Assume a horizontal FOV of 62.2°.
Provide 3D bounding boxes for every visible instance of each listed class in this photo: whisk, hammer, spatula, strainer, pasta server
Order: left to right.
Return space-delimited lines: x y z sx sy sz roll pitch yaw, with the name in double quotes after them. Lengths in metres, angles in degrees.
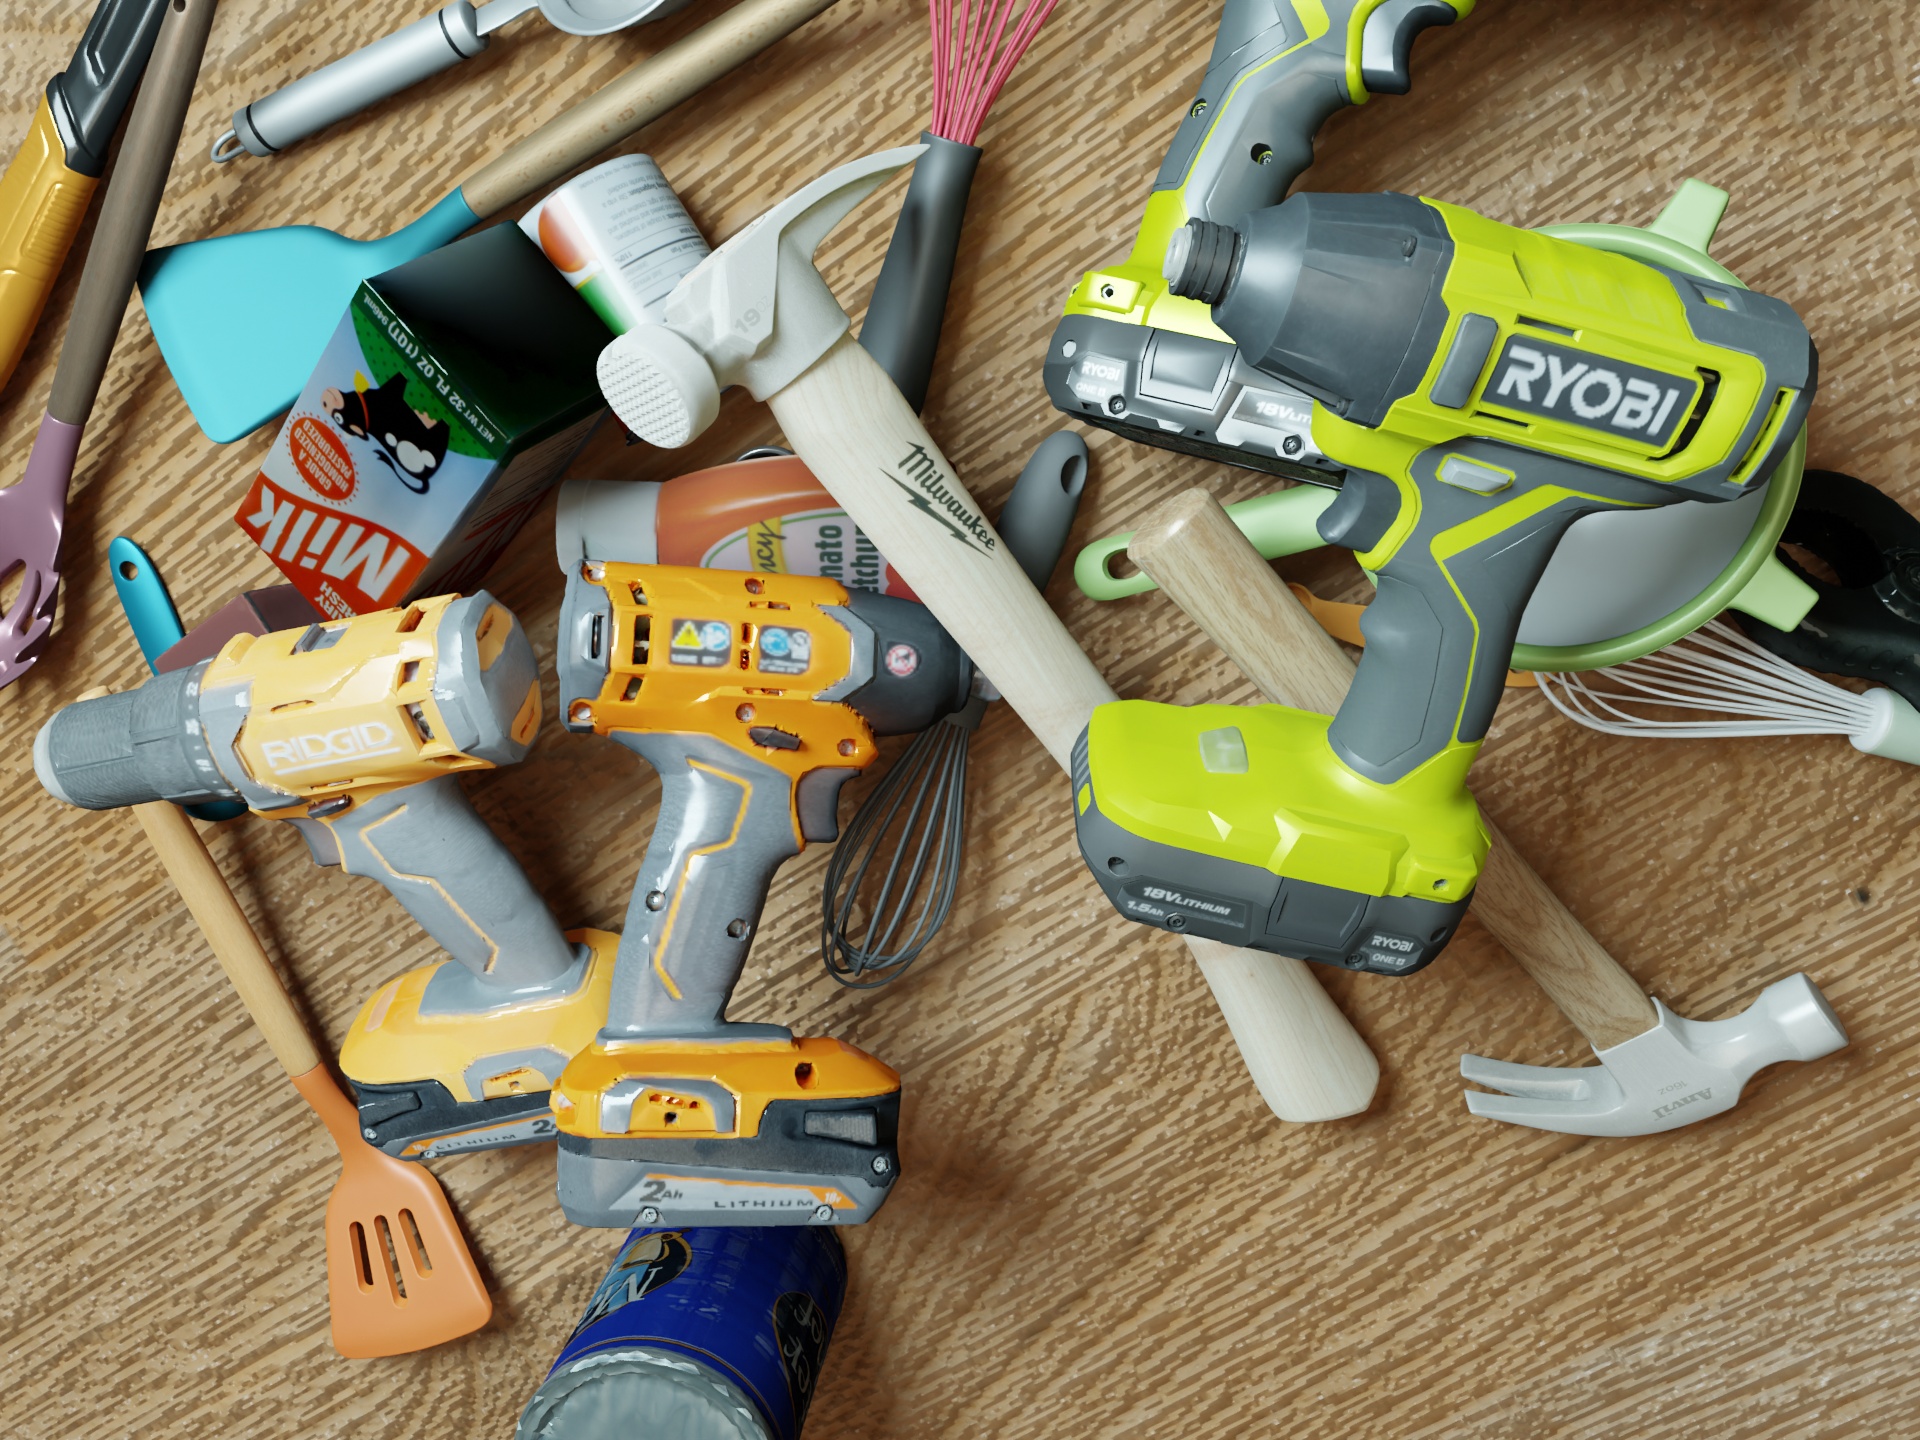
-0.364 -0.217 0.624 0.127 0.034 0.337 35 105 2 "hammer"
-0.345 -0.140 0.617 0.060 0.040 0.316 35 114 4 "pasta server"
-0.296 0.134 0.682 0.081 0.041 0.322 -17 110 10 "spatula"
-0.177 -0.261 0.593 0.258 0.050 0.087 -17 68 16 "strainer"
-0.166 -0.206 0.592 0.317 0.044 0.082 -24 89 17 "spatula"
0.000 -0.001 0.630 0.055 0.055 0.239 23 100 1 "whisk"
0.002 -0.229 0.572 0.073 0.073 0.295 18 110 2 "whisk"
0.048 -0.007 0.584 0.038 0.146 0.410 -9 125 51 "hammer"
0.169 -0.083 0.588 0.256 0.069 0.151 -13 87 27 "strainer"
0.179 0.043 0.586 0.130 0.031 0.331 -37 109 27 "hammer"
0.331 -0.003 0.592 0.246 0.057 0.059 13 75 -1 "whisk"

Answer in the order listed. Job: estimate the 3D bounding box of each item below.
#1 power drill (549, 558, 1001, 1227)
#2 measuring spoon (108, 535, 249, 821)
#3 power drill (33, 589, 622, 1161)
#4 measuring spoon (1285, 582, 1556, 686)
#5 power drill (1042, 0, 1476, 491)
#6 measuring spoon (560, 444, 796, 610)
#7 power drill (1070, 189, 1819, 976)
-0.065 0.059 0.574 0.164 0.084 0.226 3 88 -12 "power drill"
-0.338 -0.015 0.675 0.042 0.021 0.128 -15 102 9 "measuring spoon"
-0.230 0.066 0.618 0.185 0.084 0.226 -10 121 8 "power drill"
0.175 -0.033 0.621 0.117 0.011 0.021 14 102 0 "measuring spoon"
0.132 -0.196 0.522 0.191 0.080 0.228 18 98 22 "power drill"
-0.112 -0.074 0.642 0.124 0.018 0.034 -28 120 18 "measuring spoon"
0.118 -0.038 0.474 0.171 0.080 0.223 12 123 -7 "power drill"
